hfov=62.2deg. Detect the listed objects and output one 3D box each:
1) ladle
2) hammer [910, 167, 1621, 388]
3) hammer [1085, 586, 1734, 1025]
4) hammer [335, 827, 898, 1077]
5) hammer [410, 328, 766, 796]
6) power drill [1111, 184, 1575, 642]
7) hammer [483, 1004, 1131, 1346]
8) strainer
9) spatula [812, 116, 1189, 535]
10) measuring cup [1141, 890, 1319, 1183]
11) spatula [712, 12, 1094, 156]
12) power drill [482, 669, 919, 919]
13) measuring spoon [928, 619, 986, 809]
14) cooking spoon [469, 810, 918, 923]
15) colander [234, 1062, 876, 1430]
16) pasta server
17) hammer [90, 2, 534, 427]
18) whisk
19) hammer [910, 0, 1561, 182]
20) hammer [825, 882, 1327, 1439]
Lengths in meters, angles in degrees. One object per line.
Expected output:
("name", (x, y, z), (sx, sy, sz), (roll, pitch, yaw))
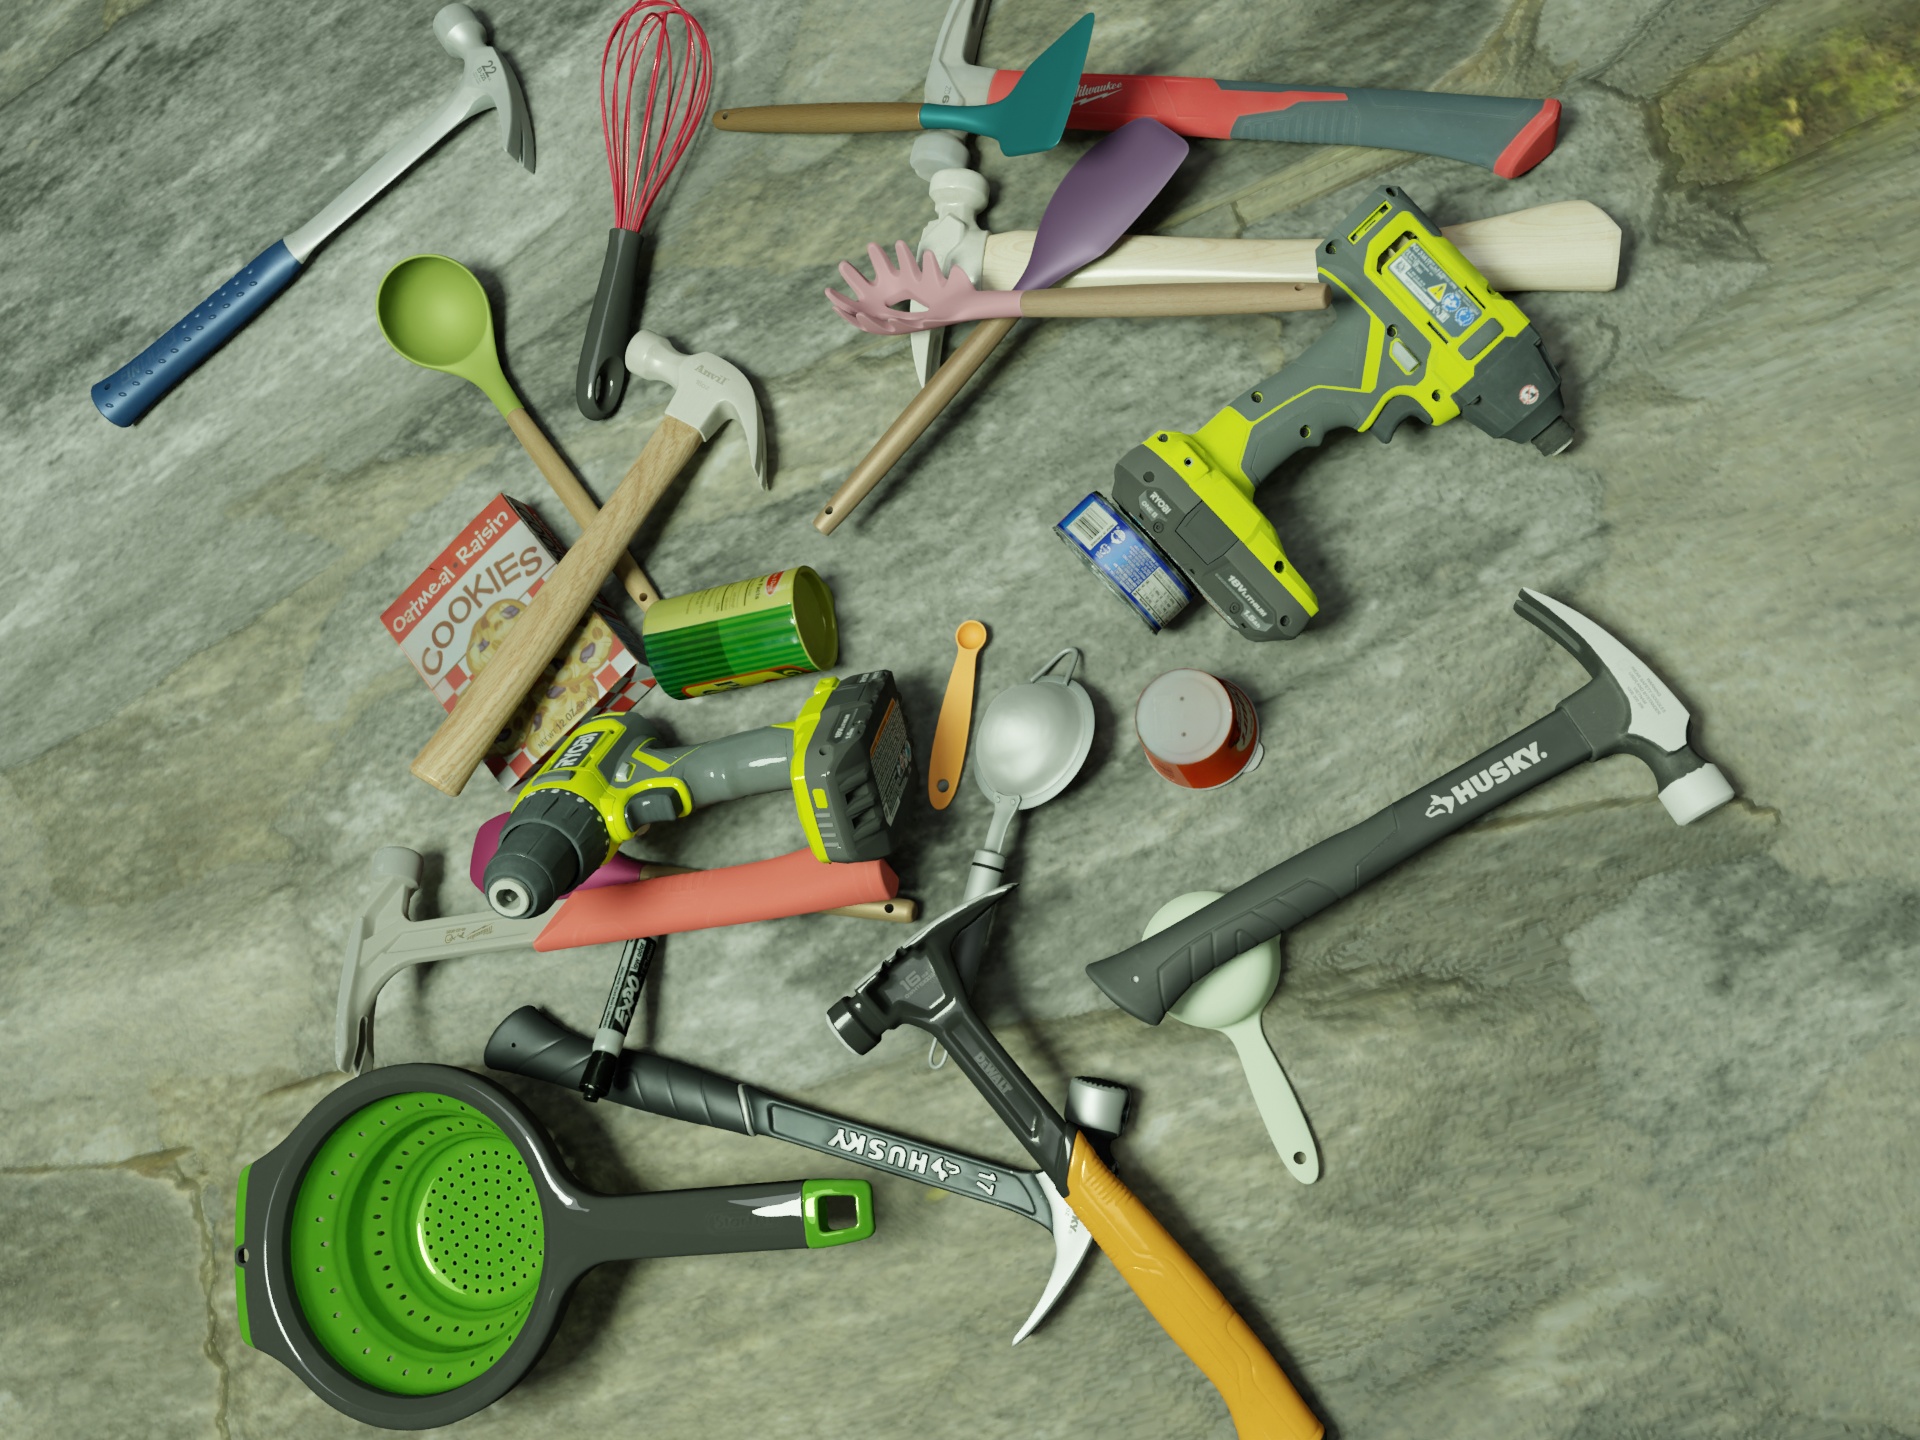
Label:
("ladle", (-0.294, -0.192, 1.075), (0.078, 0.062, 0.320), (-40, 73, 8))
("hammer", (0.167, -0.259, 0.940), (0.411, 0.038, 0.146), (5, 83, 19))
("hammer", (0.217, 0.060, 0.838), (0.335, 0.035, 0.146), (-30, 71, 2))
("hammer", (-0.212, 0.126, 0.964), (0.359, 0.036, 0.149), (-10, 60, 15))
("hammer", (-0.237, -0.096, 1.012), (0.130, 0.031, 0.331), (28, 76, 17))
("power drill", (0.209, -0.153, 0.870), (0.223, 0.080, 0.171), (-44, 91, 7))
("hammer", (-0.108, 0.241, 0.941), (0.409, 0.036, 0.149), (10, 84, 21))
("strainer", (0.019, 0.073, 0.912), (0.087, 0.050, 0.258), (6, 77, 44))
("spatula", (0.017, -0.235, 0.959), (0.316, 0.018, 0.060), (-49, 63, 6))
("measuring cup", (0.152, 0.170, 0.861), (0.083, 0.038, 0.168), (-27, 70, 12))
("spatula", (-0.047, -0.386, 0.997), (0.318, 0.044, 0.082), (14, 86, 35))
("power drill", (-0.151, 0.045, 0.918), (0.228, 0.191, 0.080), (-9, 112, 12))
("measuring spoon", (-0.002, -0.003, 0.965), (0.021, 0.011, 0.117), (10, 87, 20))
("cooking spoon", (-0.176, 0.100, 0.998), (0.319, 0.017, 0.069), (5, 81, 20))
("colander", (-0.231, 0.298, 0.942), (0.397, 0.094, 0.204), (-8, 79, 13))
("pasta server", (0.057, -0.242, 0.899), (0.316, 0.040, 0.060), (9, 64, 35))
("hammer", (-0.486, -0.352, 1.181), (0.405, 0.035, 0.144), (-36, 71, 9))
("whisk", (-0.222, -0.349, 1.080), (0.073, 0.073, 0.296), (10, 88, 20))
("hammer", (0.163, -0.385, 0.965), (0.386, 0.038, 0.143), (12, 82, 20))
("hammer", (0.079, 0.247, 0.841), (0.127, 0.034, 0.337), (-40, 82, 4))
